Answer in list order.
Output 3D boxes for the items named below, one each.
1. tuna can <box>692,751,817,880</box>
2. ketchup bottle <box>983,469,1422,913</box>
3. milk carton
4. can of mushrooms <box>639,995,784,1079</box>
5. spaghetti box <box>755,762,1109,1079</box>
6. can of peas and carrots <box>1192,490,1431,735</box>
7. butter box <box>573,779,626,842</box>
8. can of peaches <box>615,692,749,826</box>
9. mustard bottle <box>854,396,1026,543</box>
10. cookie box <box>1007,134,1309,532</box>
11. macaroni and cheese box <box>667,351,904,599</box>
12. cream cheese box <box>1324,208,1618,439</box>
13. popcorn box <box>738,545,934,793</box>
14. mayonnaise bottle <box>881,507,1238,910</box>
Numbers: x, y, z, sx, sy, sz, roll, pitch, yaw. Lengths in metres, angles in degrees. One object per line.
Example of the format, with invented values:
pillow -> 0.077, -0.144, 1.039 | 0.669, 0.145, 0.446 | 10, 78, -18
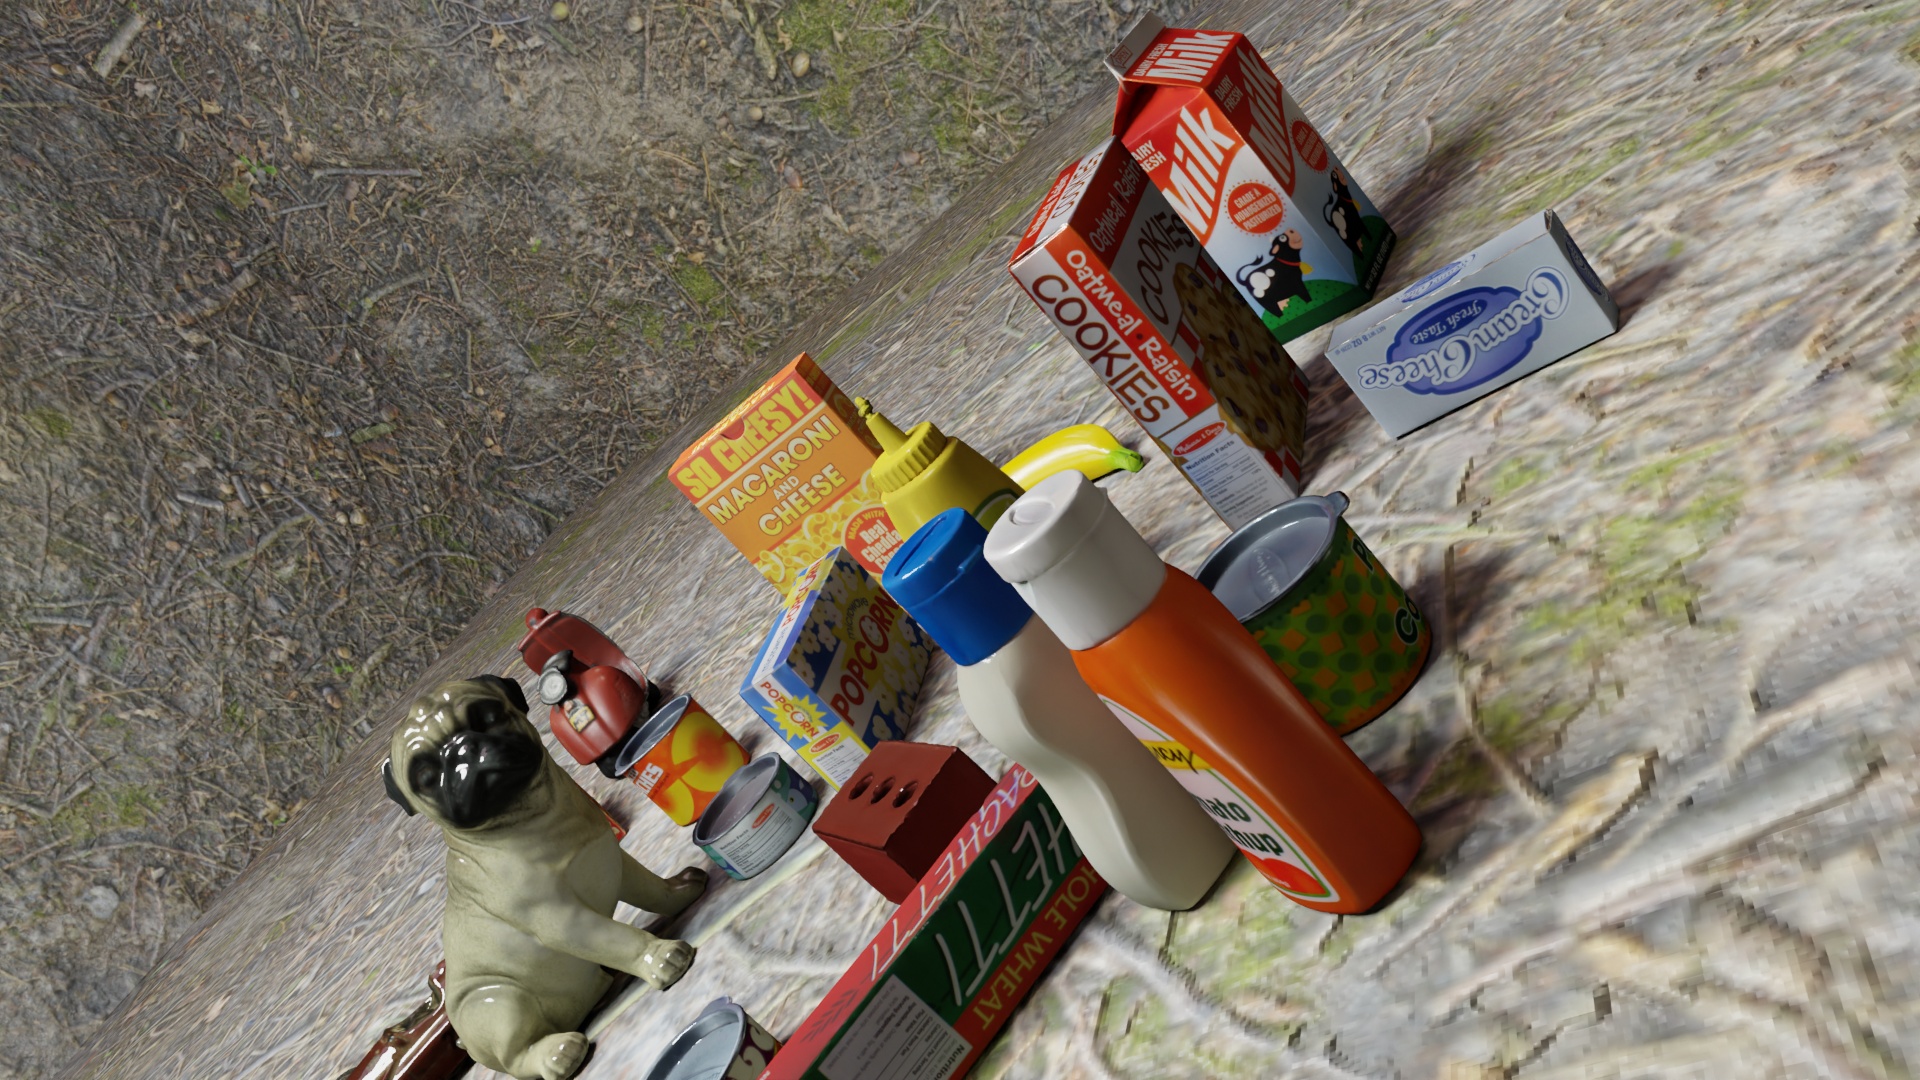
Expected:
tuna can -> -0.113, 0.151, 0.768 | 0.071, 0.033, 0.071 | -39, 16, 14
ketchup bottle -> 0.068, 0.043, 0.403 | 0.043, 0.148, 0.064 | -46, 16, -12
milk carton -> 0.153, -0.207, 0.776 | 0.073, 0.190, 0.073 | -26, 23, 46
can of mushrooms -> -0.099, 0.220, 0.554 | 0.071, 0.033, 0.071 | -39, 16, 14
spaghetti box -> 0.004, 0.140, 0.487 | 0.251, 0.050, 0.028 | -48, 16, -19
can of peas and carrots -> 0.122, 0.026, 0.485 | 0.071, 0.058, 0.071 | -39, 16, 14
butter box -> -0.276, 0.195, 1.007 | 0.024, 0.053, 0.103 | -47, 16, -16
can of peaches -> -0.181, 0.144, 0.902 | 0.071, 0.058, 0.071 | -39, 16, 14
mustard bottle -> 0.002, -0.008, 0.674 | 0.065, 0.160, 0.048 | -50, 17, -23
cookie box -> 0.101, -0.102, 0.669 | 0.040, 0.167, 0.123 | -33, 18, 32
macaroni and cheese box -> -0.095, -0.025, 0.939 | 0.123, 0.166, 0.040 | -37, 17, 21
cream cheese box -> 0.211, -0.088, 0.578 | 0.103, 0.053, 0.024 | -30, 20, 38
popcorn box -> -0.065, 0.070, 0.769 | 0.038, 0.085, 0.127 | -35, 17, 25
mayonnaise bottle -> 0.036, 0.053, 0.457 | 0.065, 0.148, 0.041 | -51, 18, -27
